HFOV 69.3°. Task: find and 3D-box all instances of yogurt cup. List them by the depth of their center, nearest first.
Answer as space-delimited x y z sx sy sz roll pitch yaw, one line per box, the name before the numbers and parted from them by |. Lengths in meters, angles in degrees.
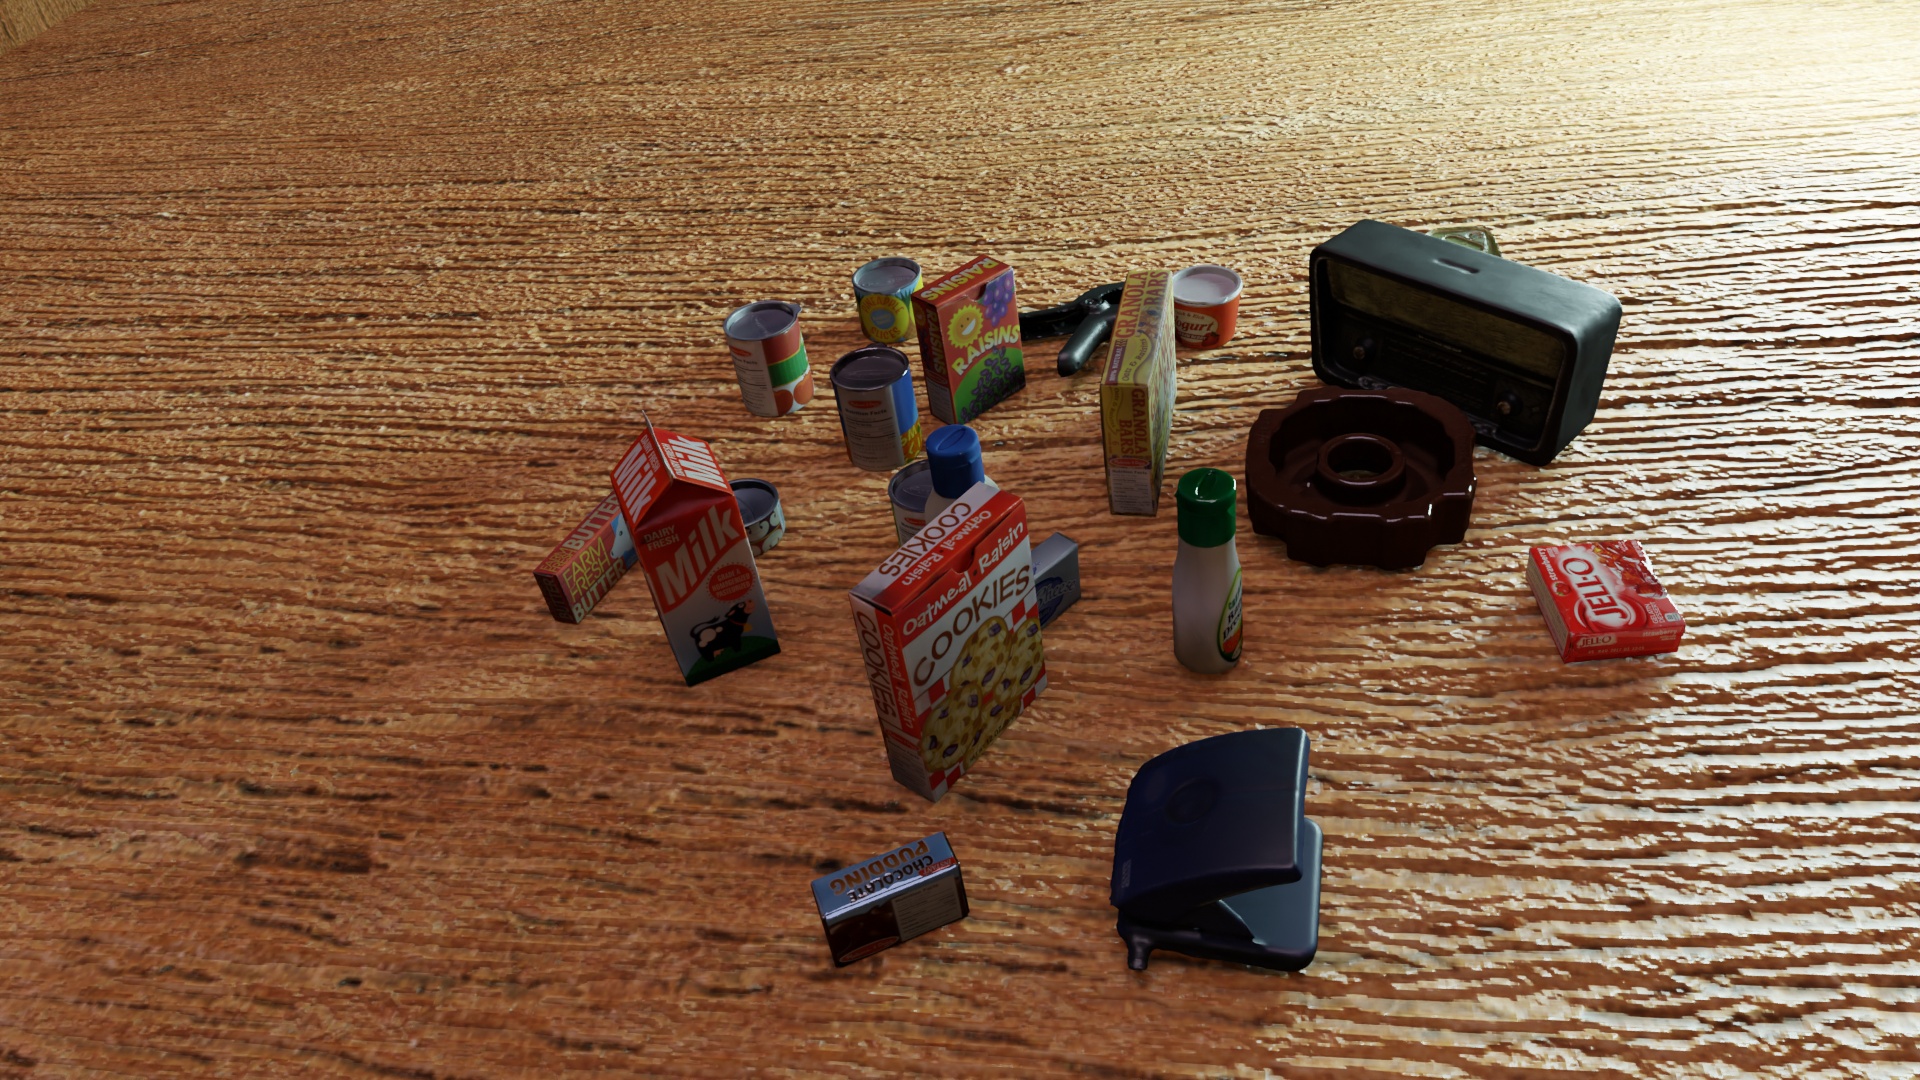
yogurt cup | 0.218 -0.208 1.243 0.072 0.053 0.073 -6 39 5

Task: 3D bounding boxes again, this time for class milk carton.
milk carton | -0.187 0.003 0.961 0.073 0.189 0.072 -21 41 -14

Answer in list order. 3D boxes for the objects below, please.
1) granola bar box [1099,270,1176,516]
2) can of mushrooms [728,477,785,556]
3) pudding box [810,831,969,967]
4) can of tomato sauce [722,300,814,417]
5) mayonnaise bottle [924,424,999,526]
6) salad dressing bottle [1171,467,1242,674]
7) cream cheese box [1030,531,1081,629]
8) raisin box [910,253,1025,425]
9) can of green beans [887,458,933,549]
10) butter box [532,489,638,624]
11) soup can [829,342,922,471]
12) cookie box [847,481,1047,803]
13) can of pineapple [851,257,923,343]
granola bar box | 0.142 -0.118 1.095 0.039 0.123 0.166 2 41 14
can of mushrooms | -0.176 -0.017 1.106 0.071 0.033 0.071 -6 39 5
pudding box | -0.040 0.206 0.798 0.084 0.049 0.030 -19 40 -12
can of tomato sauce | -0.169 -0.163 1.243 0.071 0.082 0.071 -6 39 5
mayonnaise bottle | 0.003 -0.012 0.976 0.041 0.147 0.065 24 50 34
salad dressing bottle | 0.161 0.021 0.905 0.044 0.146 0.064 12 44 24
cream cheese box | 0.042 0.043 0.975 0.104 0.053 0.024 -35 46 -28
raisin box | 0.008 -0.169 1.183 0.086 0.122 0.040 -33 45 -26
can of green beans | -0.018 -0.021 1.061 0.071 0.057 0.071 -6 39 5
butter box | -0.284 0.012 1.077 0.024 0.052 0.104 12 44 24
soup can | -0.069 -0.111 1.160 0.071 0.083 0.072 -6 39 5
cookie box | -0.002 0.064 0.869 0.040 0.166 0.123 23 49 33
can of pineapple | -0.067 -0.227 1.320 0.071 0.057 0.071 -6 39 5
